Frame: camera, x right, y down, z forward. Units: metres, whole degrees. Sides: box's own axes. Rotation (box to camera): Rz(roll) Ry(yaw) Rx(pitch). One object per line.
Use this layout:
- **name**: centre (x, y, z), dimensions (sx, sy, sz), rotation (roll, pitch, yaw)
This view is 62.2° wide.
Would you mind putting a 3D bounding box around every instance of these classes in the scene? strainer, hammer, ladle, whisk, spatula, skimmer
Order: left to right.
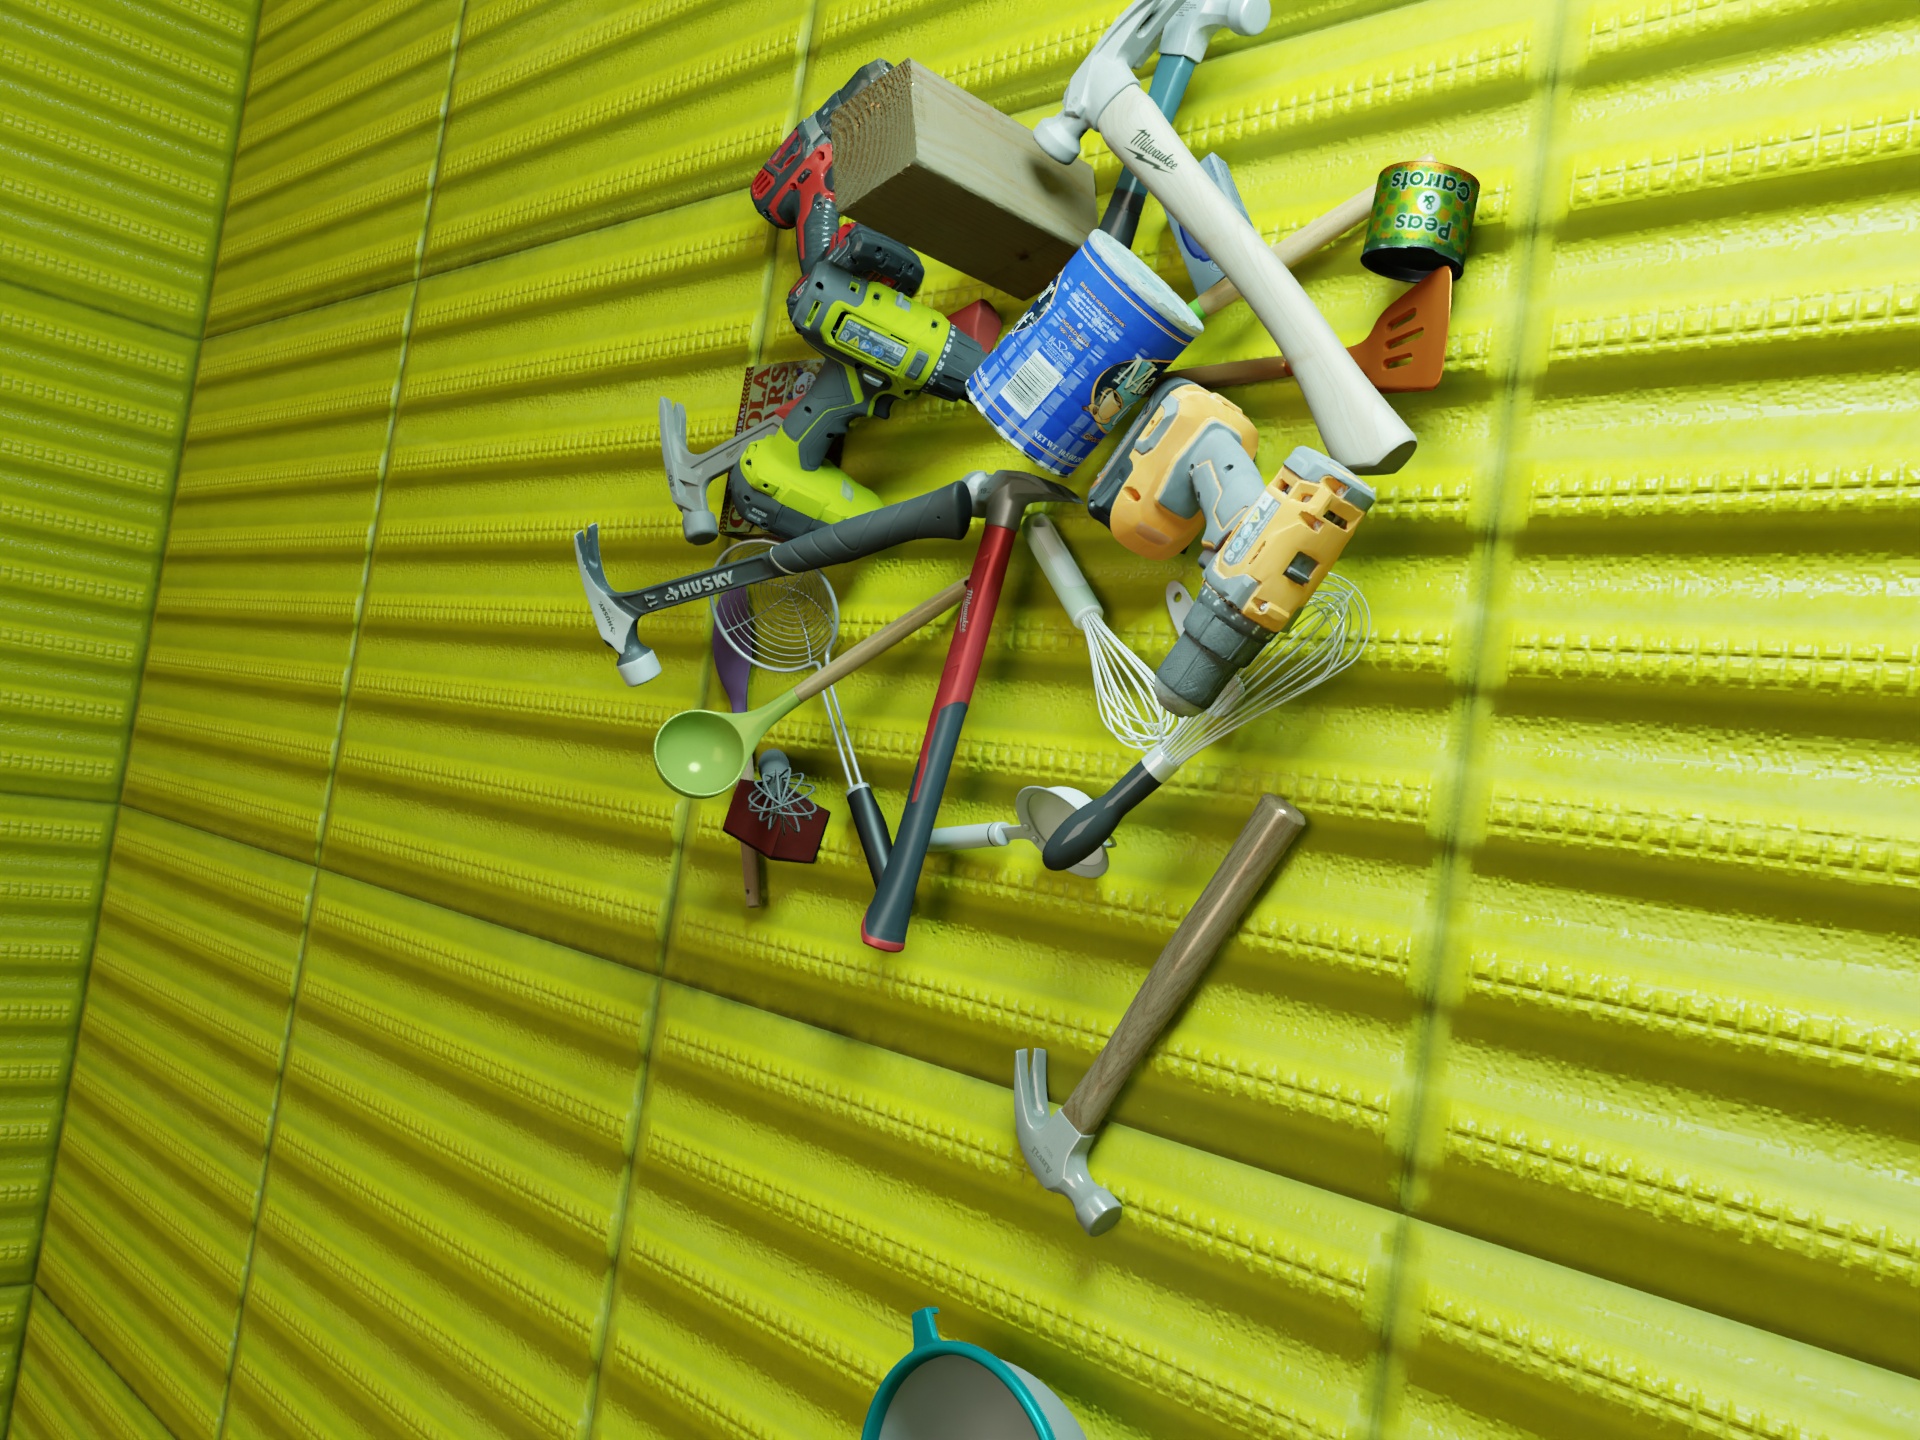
- **spatula**: centre (-0.206, 0.022, 1.492), dimensions (0.060, 0.018, 0.316), rotation (-25, 63, 40)
- **hammer**: centre (-0.163, -0.135, 1.331), dimensions (0.409, 0.036, 0.149), rotation (-12, 110, 33)
- **whisk**: centre (-0.153, 0.051, 1.342), dimensions (0.239, 0.055, 0.055), rotation (-135, 62, -77)
- **skimmer**: centre (-0.126, 0.006, 1.365), dimensions (0.127, 0.090, 0.364), rotation (-39, 57, 32)
- **ladle**: centre (-0.117, -0.036, 1.320), dimensions (0.320, 0.062, 0.078), rotation (-32, 82, 11)
- **hammer**: centre (-0.123, -0.289, 1.412), dimensions (0.359, 0.036, 0.149), rotation (-22, 72, 29)
- **hammer**: centre (-0.002, -0.004, 1.234), dimensions (0.143, 0.038, 0.386), rotation (19, 94, 60)
- **strainer**: centre (0.010, 0.598, 1.109), dimensions (0.211, 0.095, 0.340), rotation (25, 102, 47)
- **strainer**: centre (0.036, 0.085, 1.224), dimensions (0.258, 0.050, 0.086), rotation (-10, 118, 48)
- **whisk**: centre (0.099, -0.072, 1.191), dimensions (0.059, 0.058, 0.247), rotation (98, 154, -49)
- **hammer**: centre (0.125, -0.386, 1.205), dimensions (0.128, 0.033, 0.331), rotation (34, 109, 47)
- **hammer**: centre (0.137, 0.192, 1.109), dimensions (0.130, 0.031, 0.331), rotation (44, 112, 40)
- **whisk**: centre (0.160, 0.009, 1.074), dimensions (0.284, 0.070, 0.070), rotation (-44, 53, 16)
- **hammer**: centre (0.192, -0.332, 1.087), dimensions (0.146, 0.038, 0.411), rotation (-46, 59, 30)
- **spatula**: centre (0.207, -0.251, 1.123), dimensions (0.323, 0.041, 0.081), rotation (3, 85, 46)

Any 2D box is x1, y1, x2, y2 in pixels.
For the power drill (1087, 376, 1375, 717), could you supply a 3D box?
- **power drill**: centre (0.162, -0.119, 1.063), dimensions (0.185, 0.084, 0.226), rotation (-57, 29, 16)

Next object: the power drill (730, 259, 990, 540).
- **power drill**: centre (-0.076, -0.247, 1.326), dimensions (0.228, 0.190, 0.080), rotation (-56, 19, 34)

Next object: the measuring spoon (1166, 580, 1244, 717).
- **measuring spoon**: centre (0.175, -0.052, 1.137), dimensions (0.034, 0.018, 0.124), rotation (-43, 48, 30)

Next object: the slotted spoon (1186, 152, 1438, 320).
- **slotted spoon**: centre (0.196, -0.306, 1.132), dimensions (0.314, 0.031, 0.070), rotation (-28, 73, 28)

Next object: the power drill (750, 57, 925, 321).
- **power drill**: centre (-0.104, -0.477, 1.455), dimensions (0.188, 0.080, 0.227), rotation (-38, 54, 33)
